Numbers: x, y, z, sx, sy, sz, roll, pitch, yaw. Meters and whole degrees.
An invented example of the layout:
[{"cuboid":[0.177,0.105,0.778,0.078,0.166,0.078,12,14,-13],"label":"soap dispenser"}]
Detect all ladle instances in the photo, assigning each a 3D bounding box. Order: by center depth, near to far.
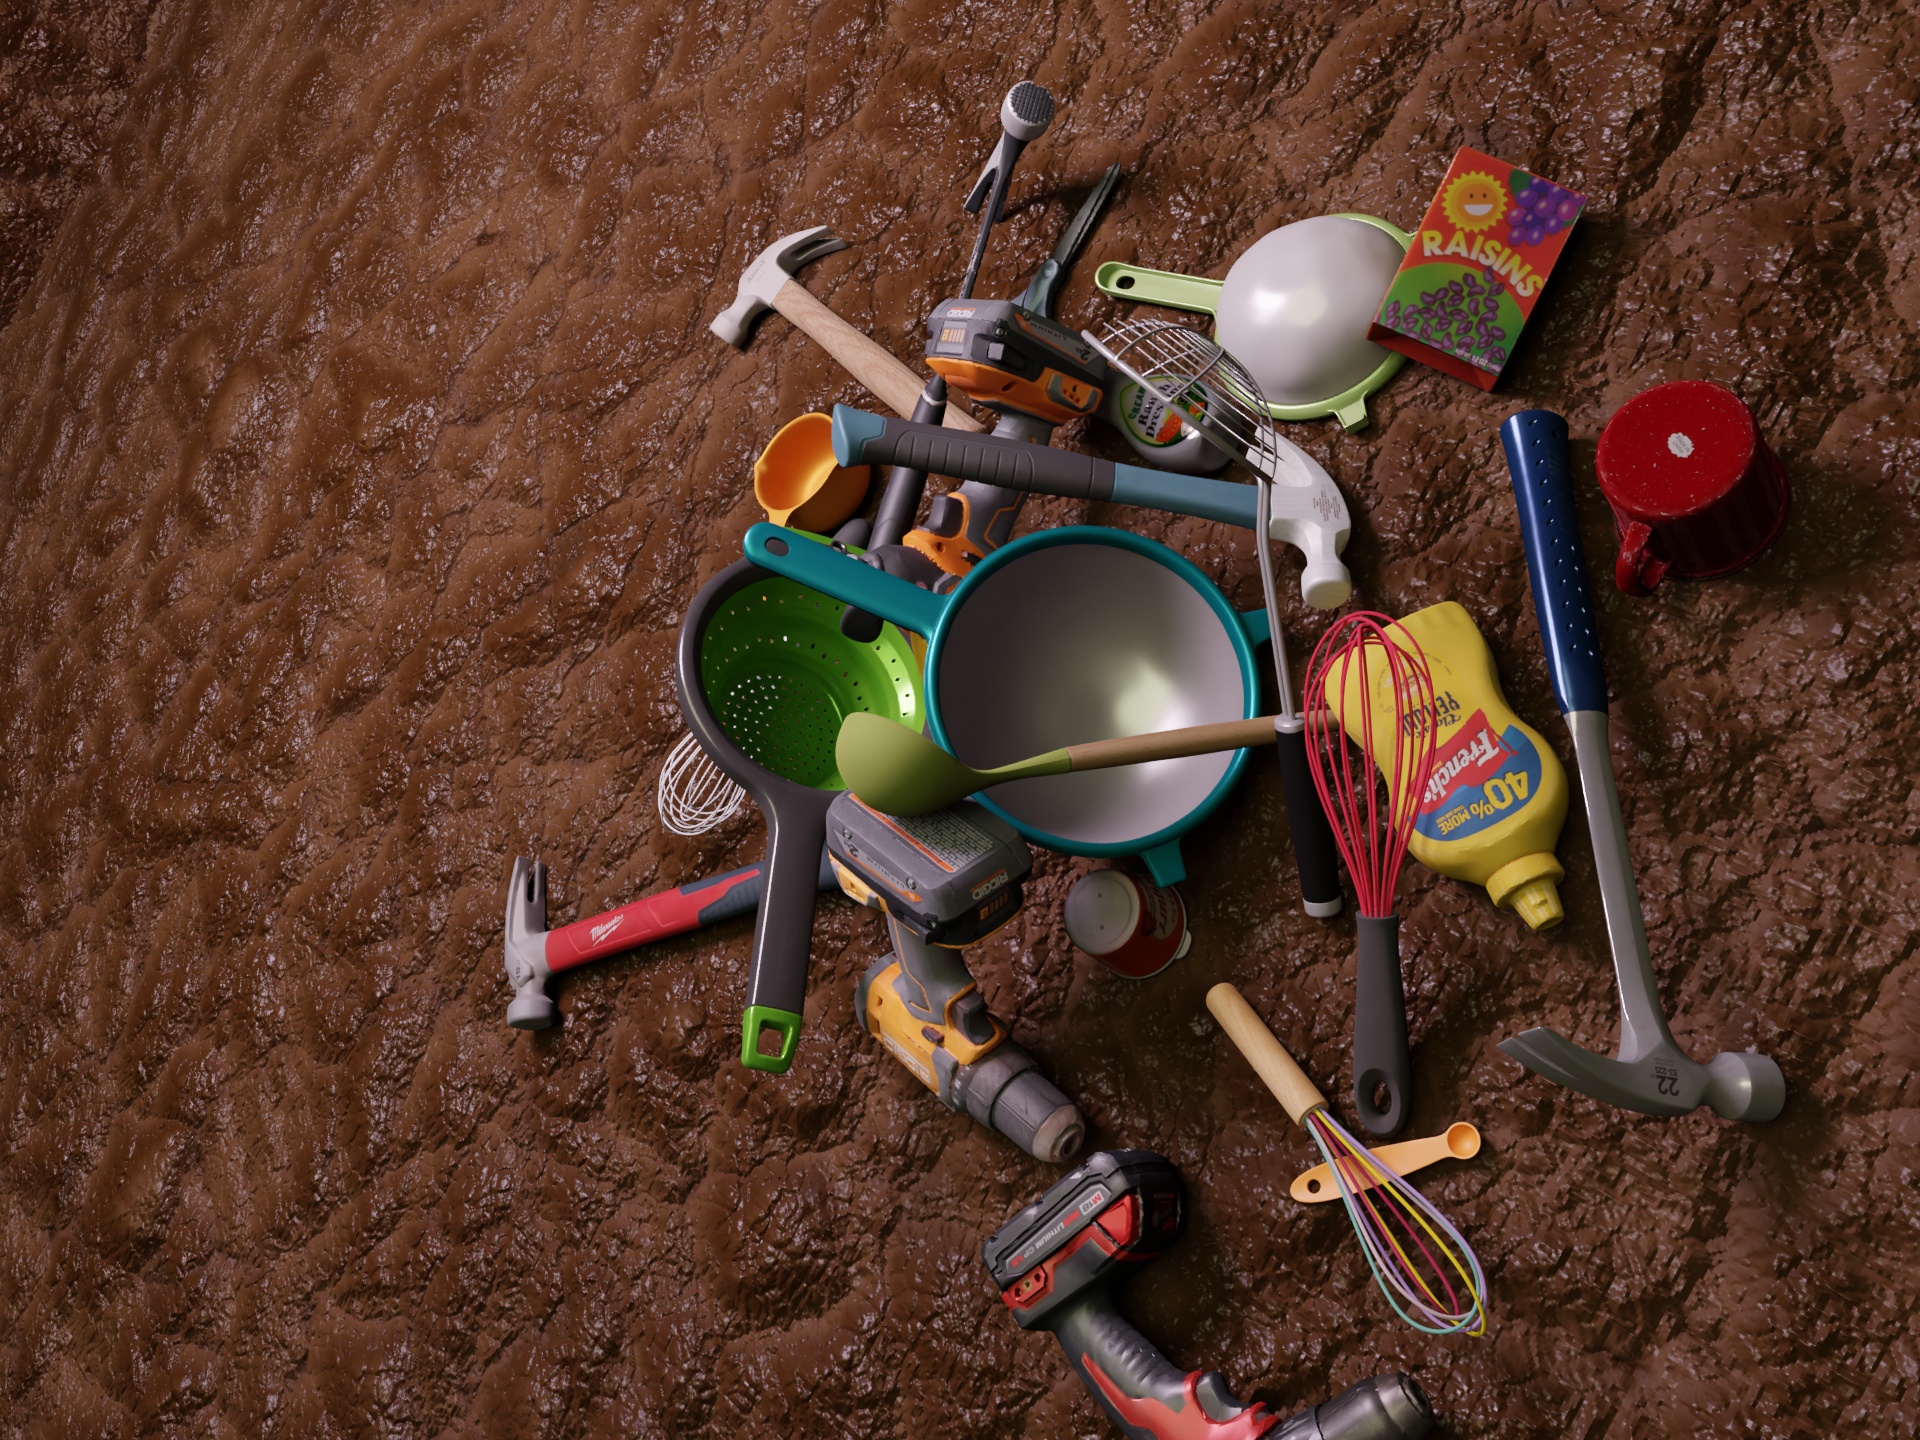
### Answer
[{"cuboid":[0.085,0.008,0.936,0.078,0.320,0.062,131,129,-70],"label":"ladle"}]

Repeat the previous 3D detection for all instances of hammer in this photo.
[{"cuboid":[0.334,0.007,0.855,0.035,0.144,0.406,127,148,-59],"label":"hammer"},{"cuboid":[0.081,-0.151,0.997,0.331,0.033,0.128,10,52,-4],"label":"hammer"},{"cuboid":[-0.016,-0.251,1.156,0.149,0.036,0.409,144,143,-76],"label":"hammer"},{"cuboid":[-0.205,0.128,1.221,0.386,0.038,0.143,-20,62,28],"label":"hammer"},{"cuboid":[-0.081,-0.299,1.288,0.130,0.031,0.332,-52,53,9],"label":"hammer"}]

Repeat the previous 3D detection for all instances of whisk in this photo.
[{"cuboid":[0.228,0.087,0.876,0.073,0.073,0.296,1,98,35],"label":"whisk"},{"cuboid":[0.209,0.239,0.887,0.051,0.047,0.245,-41,46,5],"label":"whisk"},{"cuboid":[-0.148,-0.035,1.227,0.070,0.070,0.284,29,86,38],"label":"whisk"}]

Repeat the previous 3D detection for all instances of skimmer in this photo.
[{"cuboid":[0.148,-0.049,0.896,0.090,0.127,0.363,-13,107,3],"label":"skimmer"}]

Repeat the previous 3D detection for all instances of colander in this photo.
[{"cuboid":[-0.122,0.058,1.106,0.094,0.204,0.397,135,145,-53],"label":"colander"}]

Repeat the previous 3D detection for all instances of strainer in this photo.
[{"cuboid":[0.019,-0.036,1.016,0.340,0.095,0.211,24,74,1],"label":"strainer"},{"cuboid":[0.186,-0.295,1.077,0.256,0.069,0.151,22,87,36],"label":"strainer"}]

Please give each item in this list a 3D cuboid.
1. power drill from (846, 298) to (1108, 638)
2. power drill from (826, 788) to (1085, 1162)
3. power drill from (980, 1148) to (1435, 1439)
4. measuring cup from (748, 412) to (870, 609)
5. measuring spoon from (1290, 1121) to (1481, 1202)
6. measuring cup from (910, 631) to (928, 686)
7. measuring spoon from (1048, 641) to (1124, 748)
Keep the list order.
[{"cuboid":[0.005,-0.163,1.076,0.084,0.164,0.226,19,96,49],"label":"power drill"},{"cuboid":[0.001,0.157,0.974,0.084,0.226,0.185,-30,45,-29],"label":"power drill"},{"cuboid":[0.133,0.352,0.887,0.188,0.080,0.227,-42,58,16],"label":"power drill"},{"cuboid":[-0.124,-0.153,1.246,0.095,0.052,0.174,2,72,40],"label":"measuring cup"},{"cuboid":[0.238,0.250,0.892,0.117,0.011,0.021,-28,57,28],"label":"measuring spoon"},{"cuboid":[-0.002,-0.003,1.075,0.062,0.029,0.156,-8,112,25],"label":"measuring cup"},{"cuboid":[0.097,-0.036,1.085,0.042,0.021,0.129,21,76,8],"label":"measuring spoon"}]
